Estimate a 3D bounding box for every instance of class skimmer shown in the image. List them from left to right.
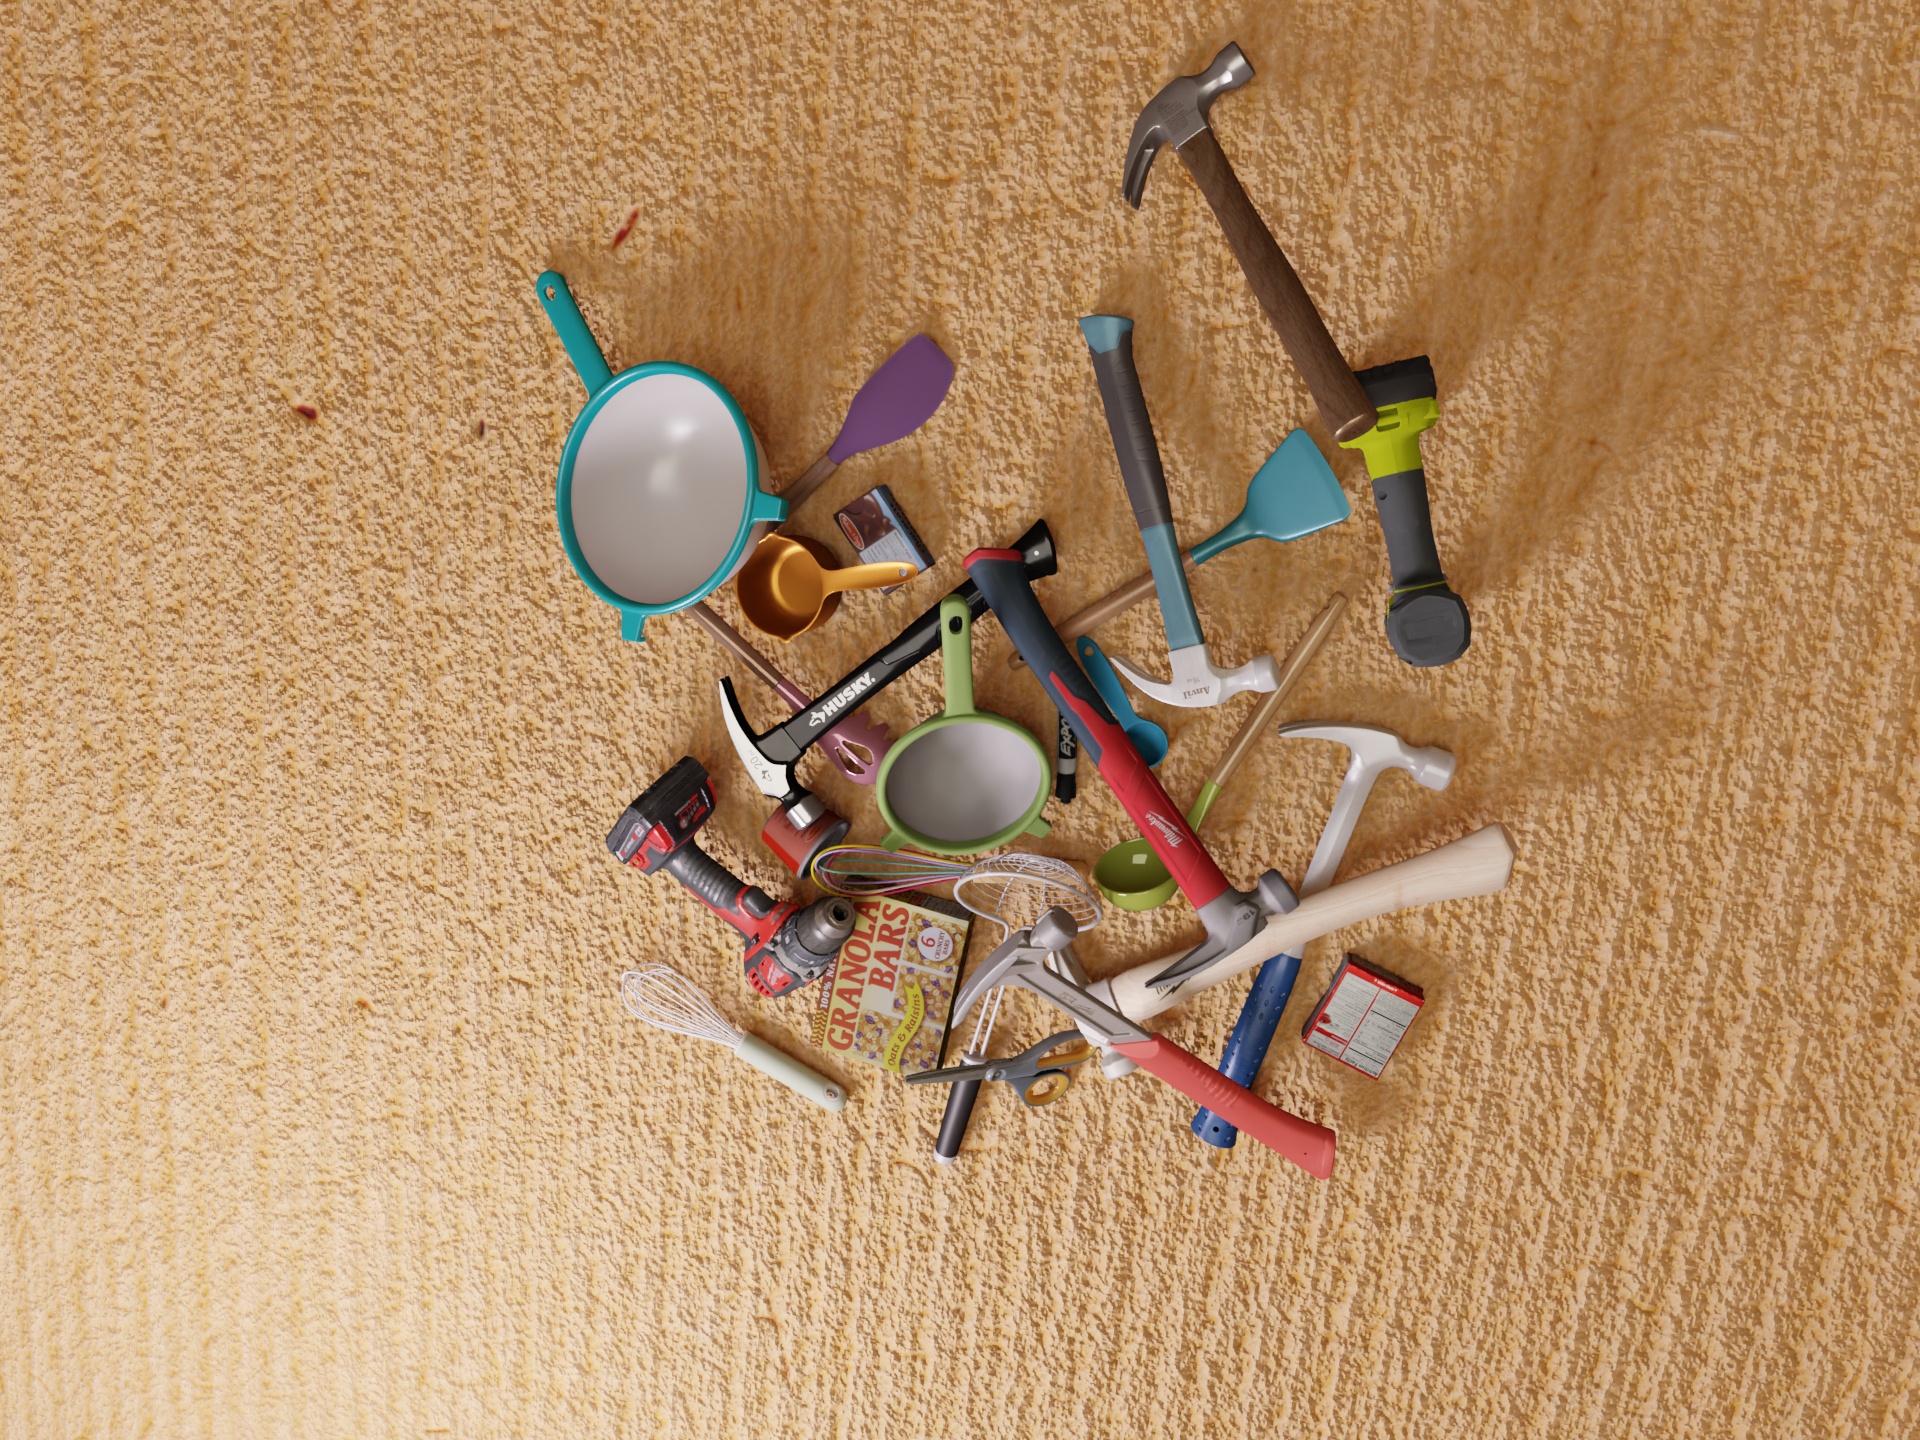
[{"bbox_3d":[0.026,0.267,1.401,0.127,0.090,0.363,14,115,-3],"label":"skimmer"}]

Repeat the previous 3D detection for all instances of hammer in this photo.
[{"bbox_3d":[-0.055,-0.060,1.362,0.335,0.035,0.146,-37,94,8],"label":"hammer"},{"bbox_3d":[0.108,0.029,1.298,0.143,0.038,0.386,-35,86,3],"label":"hammer"},{"bbox_3d":[0.157,-0.171,1.290,0.128,0.033,0.331,-14,90,23],"label":"hammer"},{"bbox_3d":[0.171,0.296,1.358,0.359,0.037,0.149,34,121,-13],"label":"hammer"},{"bbox_3d":[0.220,-0.346,1.186,0.130,0.031,0.332,-32,67,23],"label":"hammer"},{"bbox_3d":[0.262,0.169,1.331,0.410,0.038,0.146,-28,87,27],"label":"hammer"},{"bbox_3d":[0.281,0.188,1.374,0.144,0.035,0.405,20,107,7],"label":"hammer"}]

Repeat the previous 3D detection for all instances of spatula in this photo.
[{"bbox_3d":[-0.127,-0.208,1.379,0.316,0.018,0.059,-41,104,18],"label":"spatula"},{"bbox_3d":[0.168,-0.124,1.319,0.317,0.044,0.082,-31,85,19],"label":"spatula"}]

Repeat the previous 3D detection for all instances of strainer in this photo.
[{"bbox_3d":[-0.266,-0.246,1.373,0.211,0.095,0.341,-37,72,23],"label":"strainer"},{"bbox_3d":[-0.002,-0.004,1.345,0.151,0.069,0.256,-6,124,-4],"label":"strainer"}]

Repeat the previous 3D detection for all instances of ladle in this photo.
[{"bbox_3d":[0.220,0.025,1.329,0.062,0.078,0.320,27,102,-30],"label":"ladle"}]

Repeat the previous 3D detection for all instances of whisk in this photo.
[{"bbox_3d":[-0.216,0.304,1.514,0.246,0.058,0.059,30,142,1],"label":"whisk"},{"bbox_3d":[-0.010,0.135,1.412,0.245,0.051,0.047,1,86,1],"label":"whisk"}]

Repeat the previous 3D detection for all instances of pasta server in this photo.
[{"bbox_3d":[-0.179,-0.053,1.415,0.316,0.040,0.060,42,108,0],"label":"pasta server"}]

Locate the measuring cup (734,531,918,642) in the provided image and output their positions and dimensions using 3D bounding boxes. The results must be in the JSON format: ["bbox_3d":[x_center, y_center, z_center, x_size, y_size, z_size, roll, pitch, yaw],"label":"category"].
[{"bbox_3d":[-0.107,-0.121,1.367,0.173,0.052,0.095,-5,98,22],"label":"measuring cup"}]

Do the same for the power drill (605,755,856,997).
[{"bbox_3d":[-0.196,0.141,1.410,0.226,0.080,0.188,45,146,-1],"label":"power drill"}]

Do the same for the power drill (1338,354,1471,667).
[{"bbox_3d":[0.339,-0.155,1.218,0.080,0.171,0.223,-11,92,15],"label":"power drill"}]

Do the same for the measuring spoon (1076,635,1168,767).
[{"bbox_3d":[0.138,-0.018,1.370,0.042,0.021,0.128,-32,86,18],"label":"measuring spoon"}]
